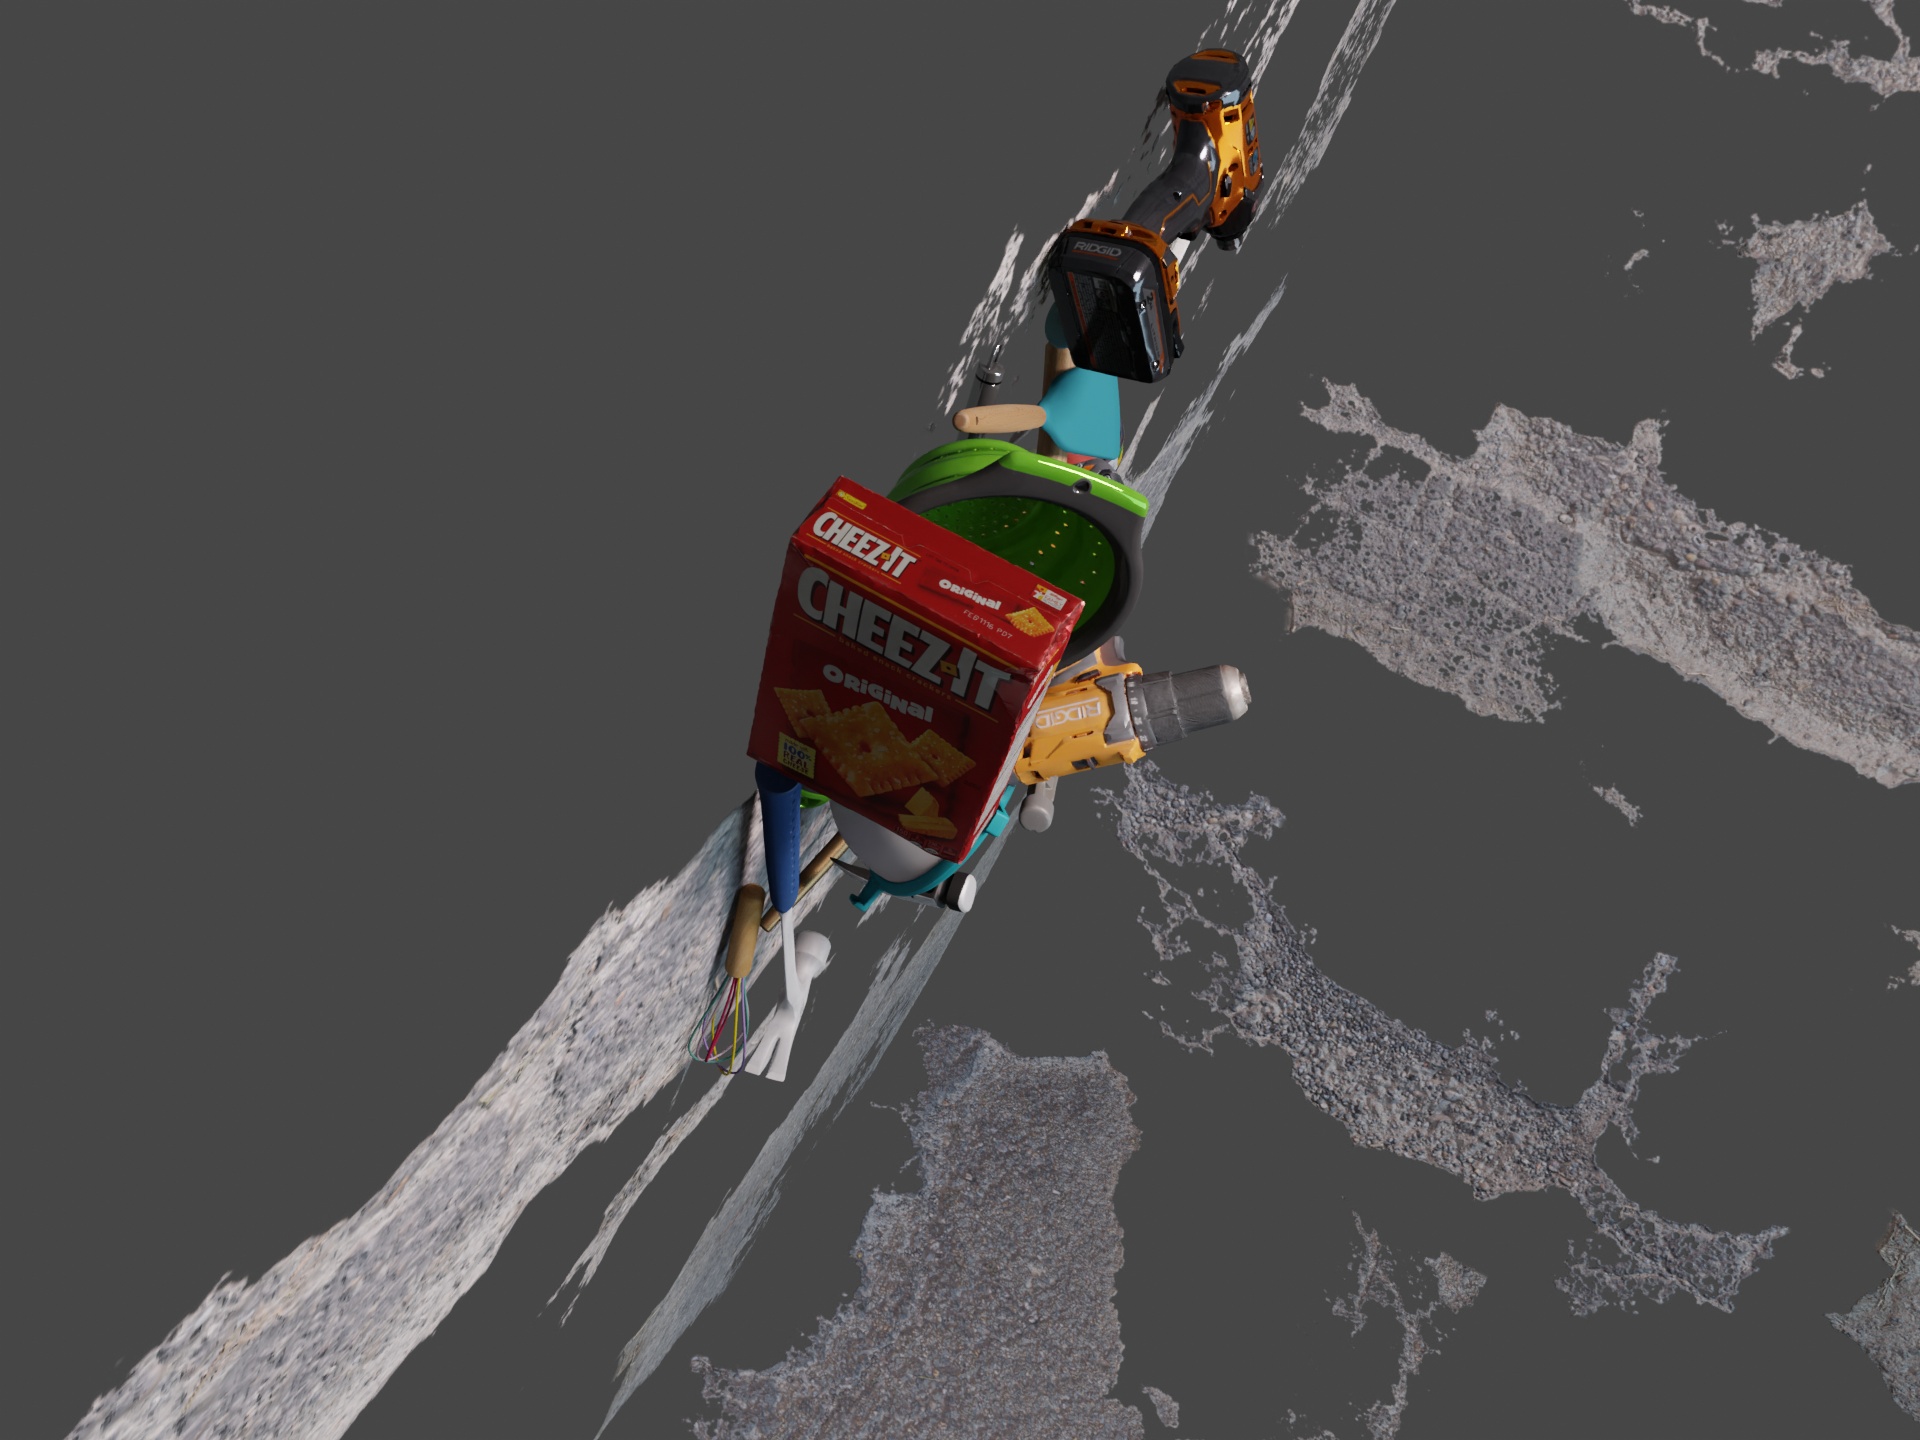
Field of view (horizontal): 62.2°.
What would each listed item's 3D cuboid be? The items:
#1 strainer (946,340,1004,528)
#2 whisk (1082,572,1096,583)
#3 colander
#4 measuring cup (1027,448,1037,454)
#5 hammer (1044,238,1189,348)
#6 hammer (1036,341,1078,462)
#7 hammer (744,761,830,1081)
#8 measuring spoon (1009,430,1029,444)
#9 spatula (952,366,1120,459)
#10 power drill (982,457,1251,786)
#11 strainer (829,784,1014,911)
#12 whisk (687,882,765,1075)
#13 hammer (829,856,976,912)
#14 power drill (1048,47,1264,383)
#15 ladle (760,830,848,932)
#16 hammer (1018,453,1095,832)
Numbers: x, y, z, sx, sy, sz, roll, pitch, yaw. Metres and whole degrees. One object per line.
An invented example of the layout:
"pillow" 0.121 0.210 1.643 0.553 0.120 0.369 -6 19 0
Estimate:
"strainer" -0.005 -0.160 1.155 0.087 0.050 0.258 -38 155 -45
"whisk" 0.042 -0.099 1.482 0.296 0.073 0.073 -46 172 -2
"colander" -0.030 -0.072 1.097 0.397 0.204 0.095 -47 -141 42
"measuring cup" 0.069 -0.213 1.449 0.083 0.038 0.167 -63 174 17
"hammer" 0.146 -0.390 1.321 0.331 0.033 0.128 -52 168 -47
"hammer" 0.065 -0.138 1.291 0.130 0.031 0.331 -131 -135 -73
"hammer" -0.138 0.150 1.248 0.405 0.035 0.144 97 9 -56
"measuring spoon" 0.079 -0.276 1.301 0.124 0.018 0.034 -46 -155 13
"spatula" 0.058 -0.219 1.135 0.317 0.044 0.082 -33 122 -68
"power drill" 0.103 -0.074 1.159 0.084 0.185 0.226 49 31 -62
"strainer" -0.034 -0.027 1.288 0.211 0.095 0.341 -33 -143 44
"whisk" -0.193 0.219 1.336 0.047 0.051 0.244 -84 -172 -48
"hammer" -0.002 -0.004 1.387 0.034 0.127 0.337 55 50 -63
"power drill" 0.158 -0.361 1.183 0.226 0.084 0.164 -59 151 -21
"ladle" -0.059 0.073 1.420 0.320 0.062 0.078 -48 159 -13
"hammer" 0.089 -0.079 1.431 0.149 0.037 0.358 -75 171 -54
